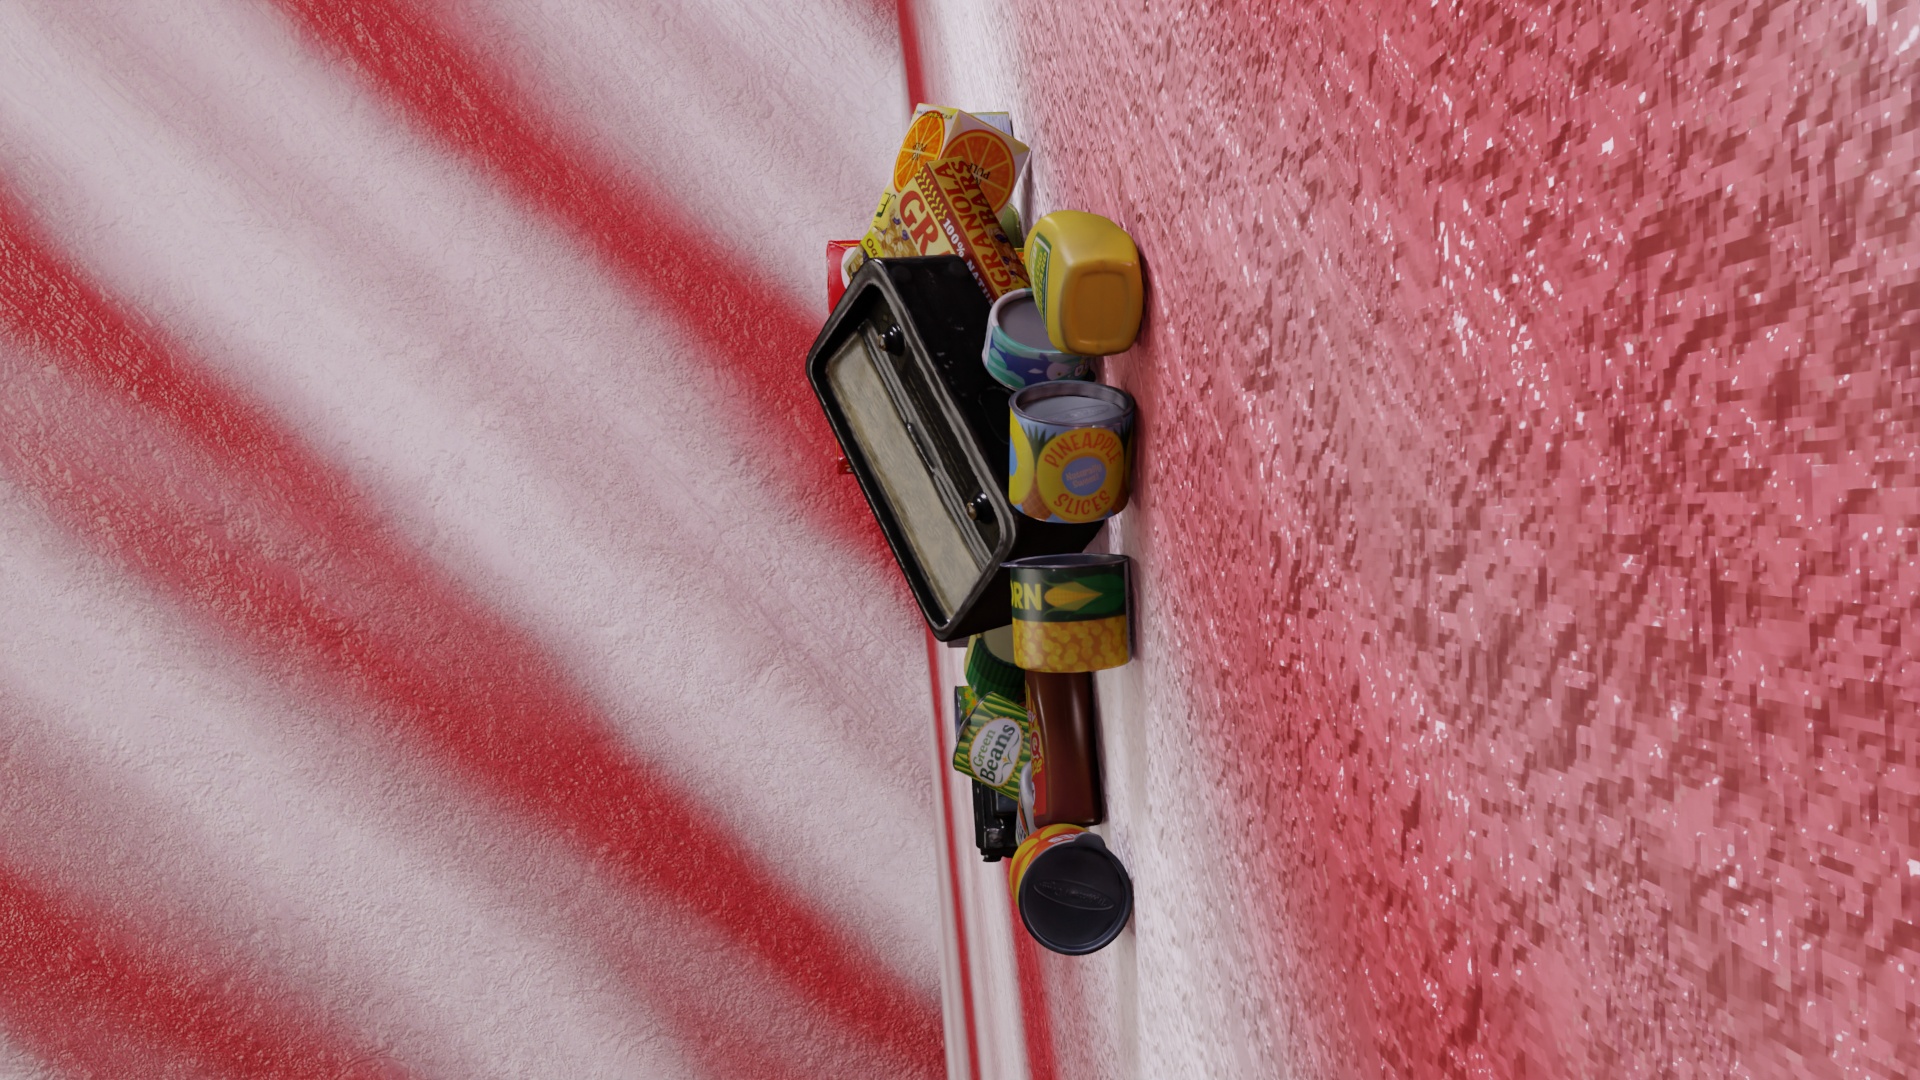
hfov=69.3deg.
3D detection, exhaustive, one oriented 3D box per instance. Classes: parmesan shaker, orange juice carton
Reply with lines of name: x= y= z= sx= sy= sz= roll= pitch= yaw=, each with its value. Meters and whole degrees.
parmesan shaker: x=0.038 y=0.085 z=1.068 sx=0.102 sy=0.071 sz=0.071 roll=101 pitch=166 yaw=-68
orange juice carton: x=-0.026 y=-0.236 z=1.091 sx=0.072 sy=0.073 sz=0.192 roll=34 pitch=103 yaw=55

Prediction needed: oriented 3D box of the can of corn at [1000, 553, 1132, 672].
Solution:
can of corn: x=0.058 y=0.039 z=0.765 sx=0.071 sy=0.071 sz=0.058 roll=-140 pitch=47 yaw=-84

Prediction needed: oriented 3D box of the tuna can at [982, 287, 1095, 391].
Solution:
tuna can: x=0.050 y=-0.119 z=0.831 sx=0.032 sy=0.071 sz=0.071 roll=99 pitch=169 yaw=-46

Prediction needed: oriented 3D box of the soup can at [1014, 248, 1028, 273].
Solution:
soup can: x=0.020 y=-0.184 z=1.033 sx=0.071 sy=0.084 sz=0.071 roll=-179 pitch=86 yaw=-85

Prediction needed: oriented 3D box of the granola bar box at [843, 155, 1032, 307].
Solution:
granola bar box: x=-0.005 y=-0.158 z=0.954 sx=0.123 sy=0.039 sz=0.166 roll=-40 pitch=74 yaw=48

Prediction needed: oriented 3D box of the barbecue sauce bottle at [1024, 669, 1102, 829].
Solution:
barbecue sauce bottle: x=0.065 y=0.111 z=0.904 sx=0.064 sy=0.044 sz=0.149 roll=99 pitch=168 yaw=-75

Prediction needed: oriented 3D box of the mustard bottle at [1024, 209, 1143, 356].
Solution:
mustard bottle: x=0.062 y=-0.147 z=0.753 sx=0.161 sy=0.049 sz=0.065 roll=-103 pitch=13 yaw=-65

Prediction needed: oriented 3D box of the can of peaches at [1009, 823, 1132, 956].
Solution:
can of peaches: x=0.065 y=0.203 z=0.822 sx=0.058 sy=0.071 sz=0.071 roll=151 pitch=116 yaw=-85

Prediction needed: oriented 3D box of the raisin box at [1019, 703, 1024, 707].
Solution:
raisin box: x=0.035 y=0.083 z=1.282 sx=0.086 sy=0.040 sz=0.123 roll=-107 pitch=14 yaw=-69

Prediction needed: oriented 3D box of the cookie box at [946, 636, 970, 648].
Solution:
cookie box: x=0.004 y=-0.014 z=1.151 sx=0.123 sy=0.040 sz=0.166 roll=-89 pitch=-2 yaw=-58

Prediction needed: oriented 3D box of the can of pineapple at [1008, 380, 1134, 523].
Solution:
can of pineapple: x=0.059 y=-0.047 z=0.741 sx=0.071 sy=0.071 sz=0.057 roll=-102 pitch=10 yaw=-64

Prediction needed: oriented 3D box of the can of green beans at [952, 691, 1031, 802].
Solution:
can of green beans: x=0.035 y=0.155 z=1.039 sx=0.071 sy=0.058 sz=0.071 roll=-50 pitch=-27 yaw=-36

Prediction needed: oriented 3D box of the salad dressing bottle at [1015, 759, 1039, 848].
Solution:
salad dressing bottle: x=0.061 y=0.213 z=1.005 sx=0.146 sy=0.044 sz=0.064 roll=92 pitch=176 yaw=-49

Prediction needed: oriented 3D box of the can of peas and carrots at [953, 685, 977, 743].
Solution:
can of peas and carrots: x=0.025 y=0.172 z=1.336 sx=0.071 sy=0.059 sz=0.071 roll=-179 pitch=86 yaw=-85

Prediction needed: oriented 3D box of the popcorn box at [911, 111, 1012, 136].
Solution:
popcorn box: x=-0.001 y=-0.317 z=1.223 sx=0.126 sy=0.085 sz=0.038 roll=97 pitch=169 yaw=-61
